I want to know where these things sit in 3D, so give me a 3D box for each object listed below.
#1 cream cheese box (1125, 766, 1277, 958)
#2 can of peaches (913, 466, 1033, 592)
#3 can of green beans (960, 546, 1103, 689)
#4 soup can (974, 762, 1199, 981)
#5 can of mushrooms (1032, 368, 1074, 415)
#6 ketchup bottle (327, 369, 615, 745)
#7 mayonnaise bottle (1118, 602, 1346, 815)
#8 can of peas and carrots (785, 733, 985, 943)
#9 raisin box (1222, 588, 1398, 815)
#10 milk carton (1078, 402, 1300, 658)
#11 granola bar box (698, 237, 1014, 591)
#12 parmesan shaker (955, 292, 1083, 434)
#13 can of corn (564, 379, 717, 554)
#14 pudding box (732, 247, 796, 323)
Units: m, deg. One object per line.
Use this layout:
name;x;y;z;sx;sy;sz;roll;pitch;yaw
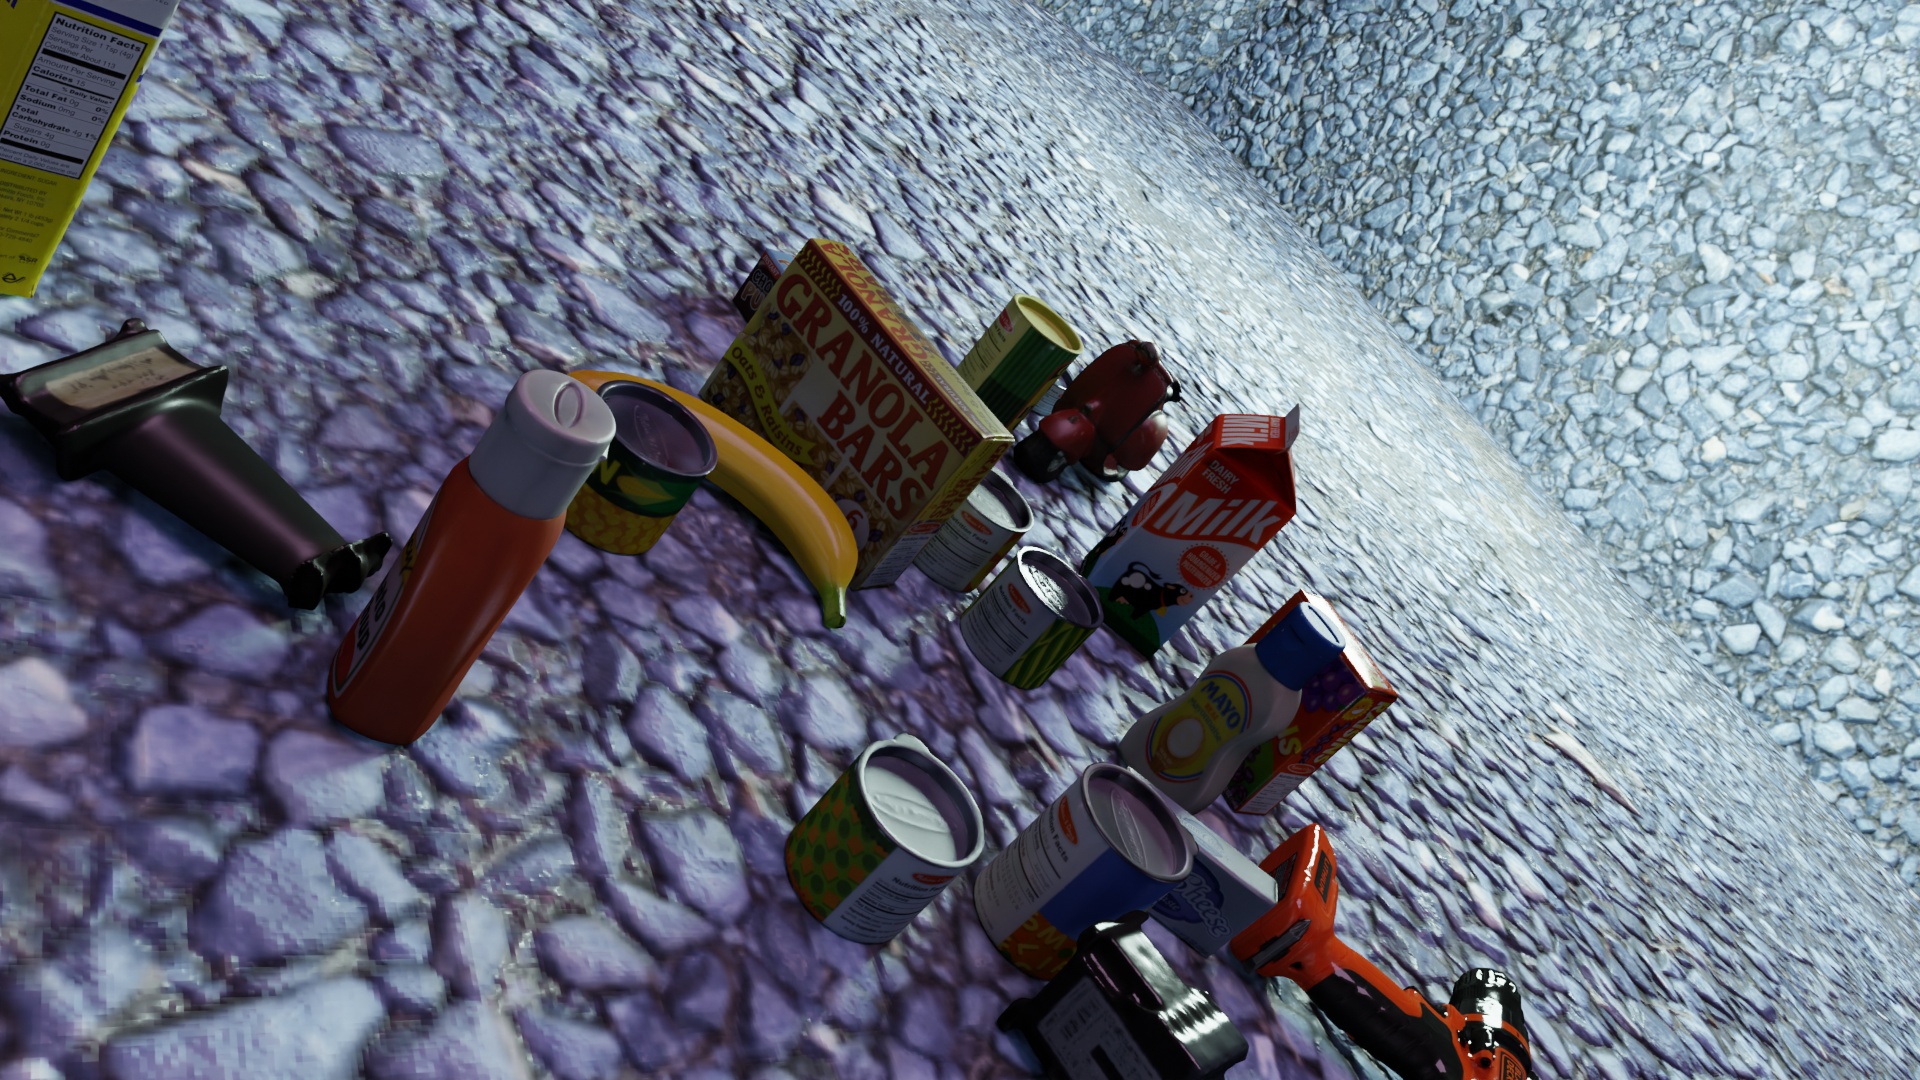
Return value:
cream cheese box;0.111;0.171;0.735;0.104;0.053;0.024;39;25;-5
can of peaches;0.003;-0.011;0.872;0.071;0.058;0.071;32;27;-18
can of green beans;0.043;0.047;0.834;0.071;0.057;0.071;32;27;-18
soup can;0.059;0.157;0.651;0.071;0.083;0.072;32;26;-18
can of mushrooms;0.064;-0.142;1.194;0.071;0.033;0.071;32;27;-18
ketchup bottle;-0.174;0.005;0.495;0.043;0.148;0.065;29;28;-25
mayonnaise bottle;0.160;0.097;0.812;0.041;0.147;0.065;8;40;-49
can of peas and carrots;-0.034;0.128;0.599;0.071;0.058;0.071;32;27;-18
raisin box;0.206;0.105;0.892;0.040;0.123;0.086;18;34;-41
milk carton;0.167;-0.016;0.953;0.073;0.189;0.073;39;25;-5
granola bar box;-0.064;-0.073;0.800;0.166;0.123;0.039;50;26;19
parmesan shaker;0.035;-0.128;1.051;0.071;0.102;0.071;32;26;-18
can of corn;-0.165;-0.036;0.679;0.071;0.058;0.071;32;27;-18
pudding box;-0.115;-0.153;0.944;0.030;0.049;0.084;7;42;-51
